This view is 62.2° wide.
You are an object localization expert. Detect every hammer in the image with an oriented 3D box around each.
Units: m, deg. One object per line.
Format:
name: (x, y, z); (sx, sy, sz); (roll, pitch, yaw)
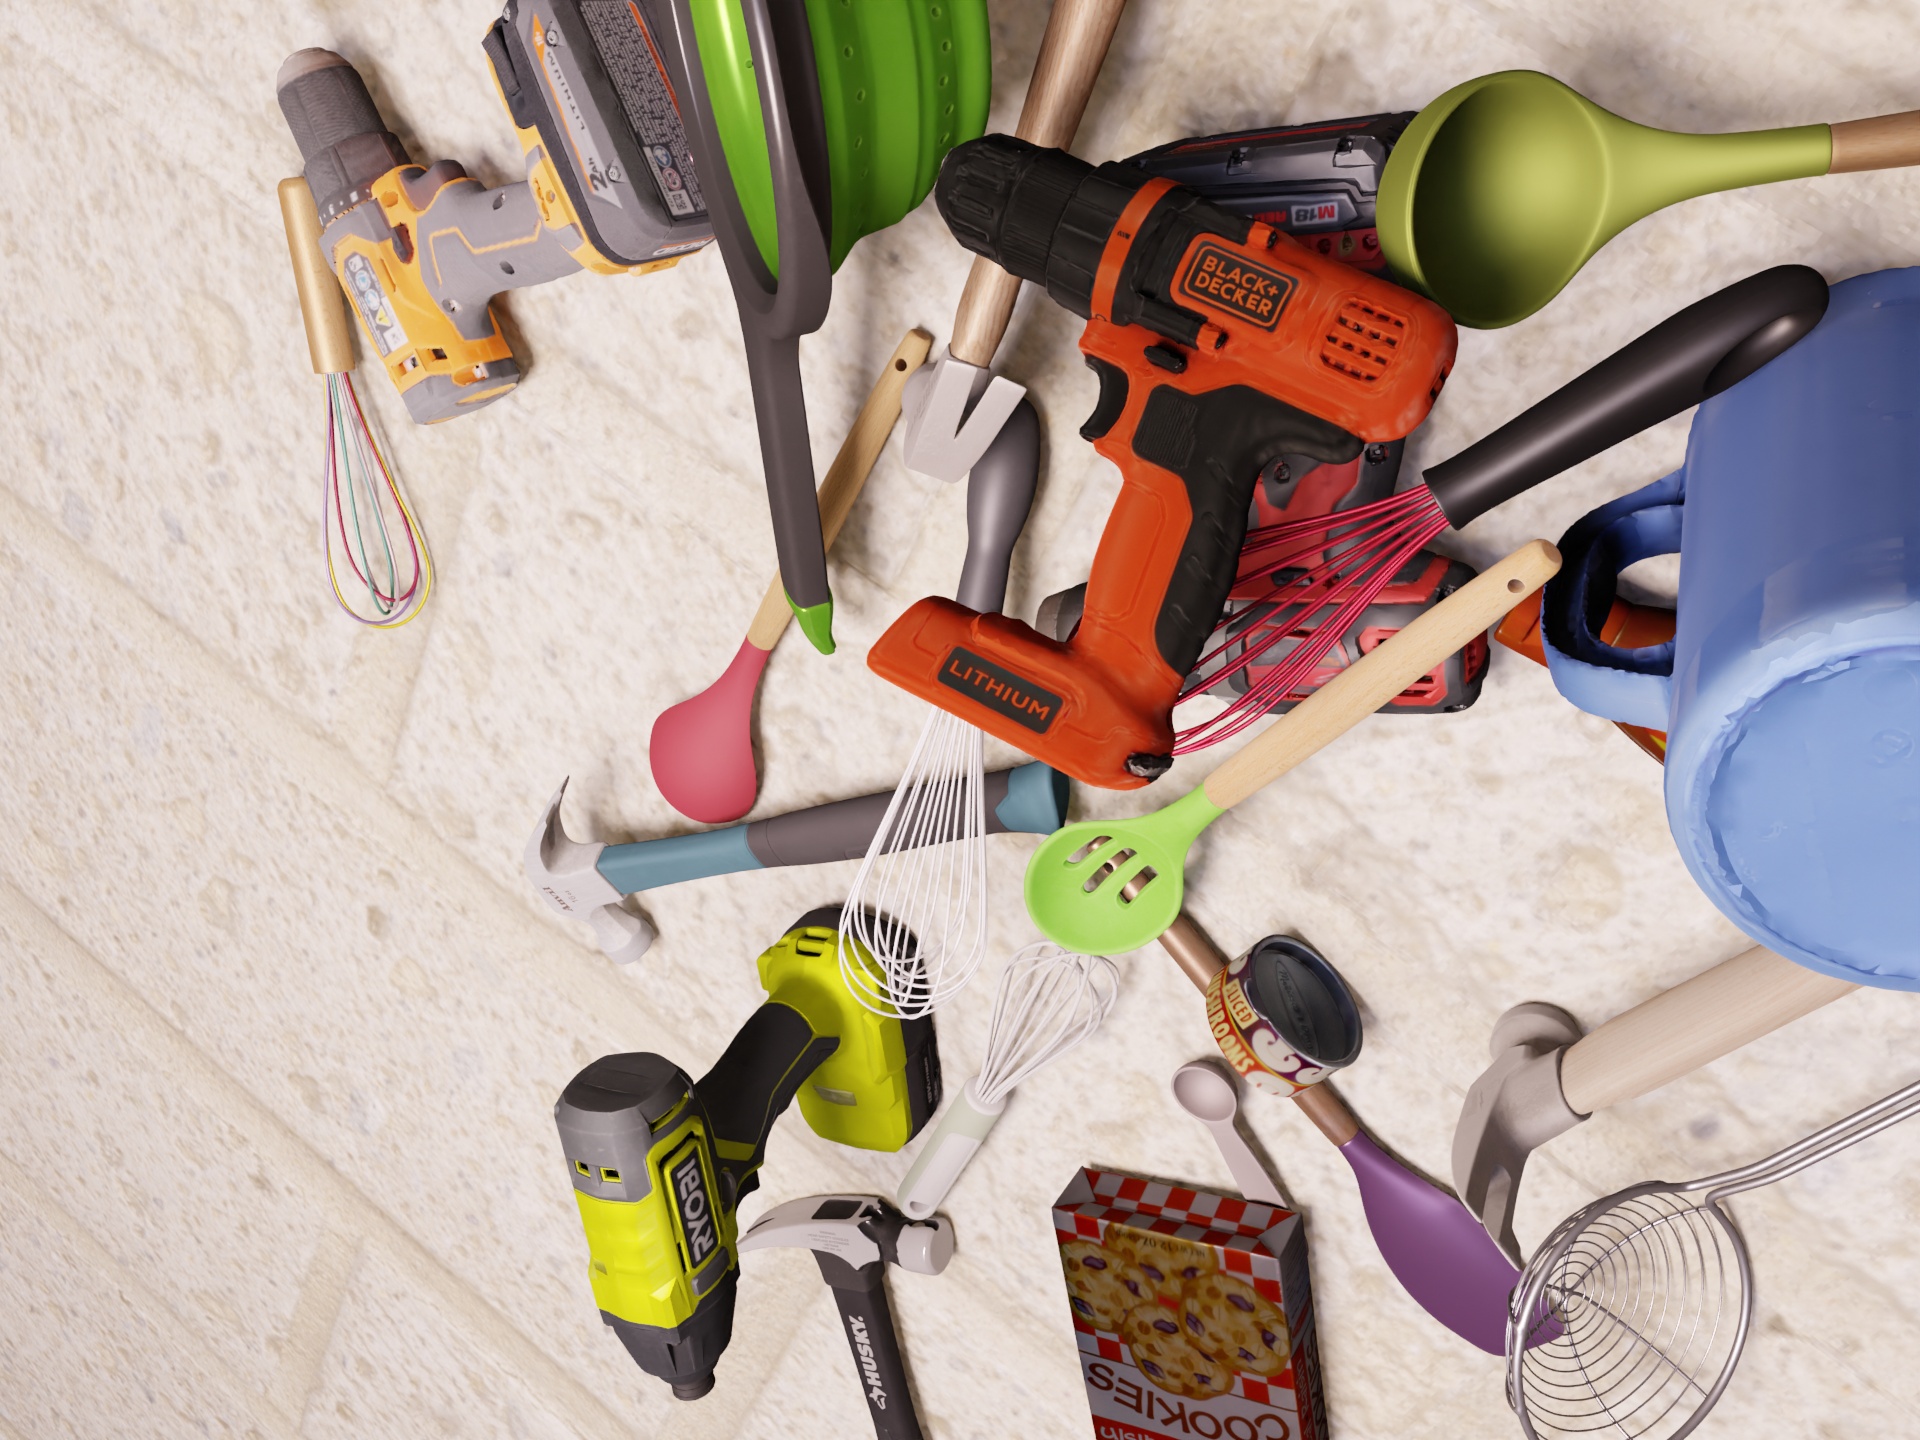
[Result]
hammer: (0.343, 0.059, 0.534); (0.410, 0.146, 0.038); (-40, 88, 32)
hammer: (0.040, -0.244, 0.591); (0.031, 0.130, 0.331); (16, 114, -11)
hammer: (-0.091, 0.063, 0.821); (0.331, 0.033, 0.128); (-12, 132, 29)
hammer: (-0.043, 0.439, 0.979); (0.146, 0.035, 0.334); (-2, 111, 30)

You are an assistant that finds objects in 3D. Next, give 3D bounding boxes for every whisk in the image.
whisk: (0.000, -0.002, 0.709); (0.070, 0.070, 0.284); (15, 98, 24)
whisk: (0.147, -0.065, 0.544); (0.296, 0.073, 0.073); (-31, 94, 24)
whisk: (-0.335, -0.170, 0.874); (0.047, 0.051, 0.245); (-3, 107, 9)
whisk: (0.016, 0.191, 0.828); (0.057, 0.059, 0.246); (19, 129, -11)

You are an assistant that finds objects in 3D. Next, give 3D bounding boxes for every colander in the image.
colander: (-0.044, -0.190, 0.628); (0.396, 0.094, 0.205); (86, 163, -44)

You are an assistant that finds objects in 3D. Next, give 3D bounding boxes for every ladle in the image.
ladle: (-0.087, -0.058, 0.786); (0.069, 0.031, 0.315); (36, 123, 6)
ladle: (0.287, -0.170, 0.467); (0.320, 0.062, 0.078); (-3, 117, 17)

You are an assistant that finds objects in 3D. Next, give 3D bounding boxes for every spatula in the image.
spatula: (0.164, 0.178, 0.752); (0.316, 0.018, 0.059); (50, 127, 0)

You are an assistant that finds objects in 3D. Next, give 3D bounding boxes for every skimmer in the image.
skimmer: (0.357, 0.176, 0.597); (0.127, 0.090, 0.363); (28, 127, -23)

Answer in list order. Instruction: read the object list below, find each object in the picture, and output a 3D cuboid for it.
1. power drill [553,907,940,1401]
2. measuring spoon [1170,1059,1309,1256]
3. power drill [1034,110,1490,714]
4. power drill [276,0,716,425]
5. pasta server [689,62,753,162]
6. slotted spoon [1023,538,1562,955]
power drill: (-0.099, 0.206, 0.788); (0.080, 0.223, 0.171); (3, 113, 29)
measuring spoon: (0.143, 0.216, 0.787); (0.034, 0.018, 0.124); (-18, 108, 40)
power drill: (0.107, -0.108, 0.623); (0.188, 0.080, 0.226); (3, 116, 28)
power drill: (-0.225, -0.260, 0.744); (0.226, 0.084, 0.185); (-17, 101, 39)
pasta server: (-0.005, -0.328, 0.609); (0.060, 0.040, 0.316); (43, 125, -8)
slotted spoon: (0.121, 0.019, 0.640); (0.070, 0.031, 0.313); (38, 138, -6)
